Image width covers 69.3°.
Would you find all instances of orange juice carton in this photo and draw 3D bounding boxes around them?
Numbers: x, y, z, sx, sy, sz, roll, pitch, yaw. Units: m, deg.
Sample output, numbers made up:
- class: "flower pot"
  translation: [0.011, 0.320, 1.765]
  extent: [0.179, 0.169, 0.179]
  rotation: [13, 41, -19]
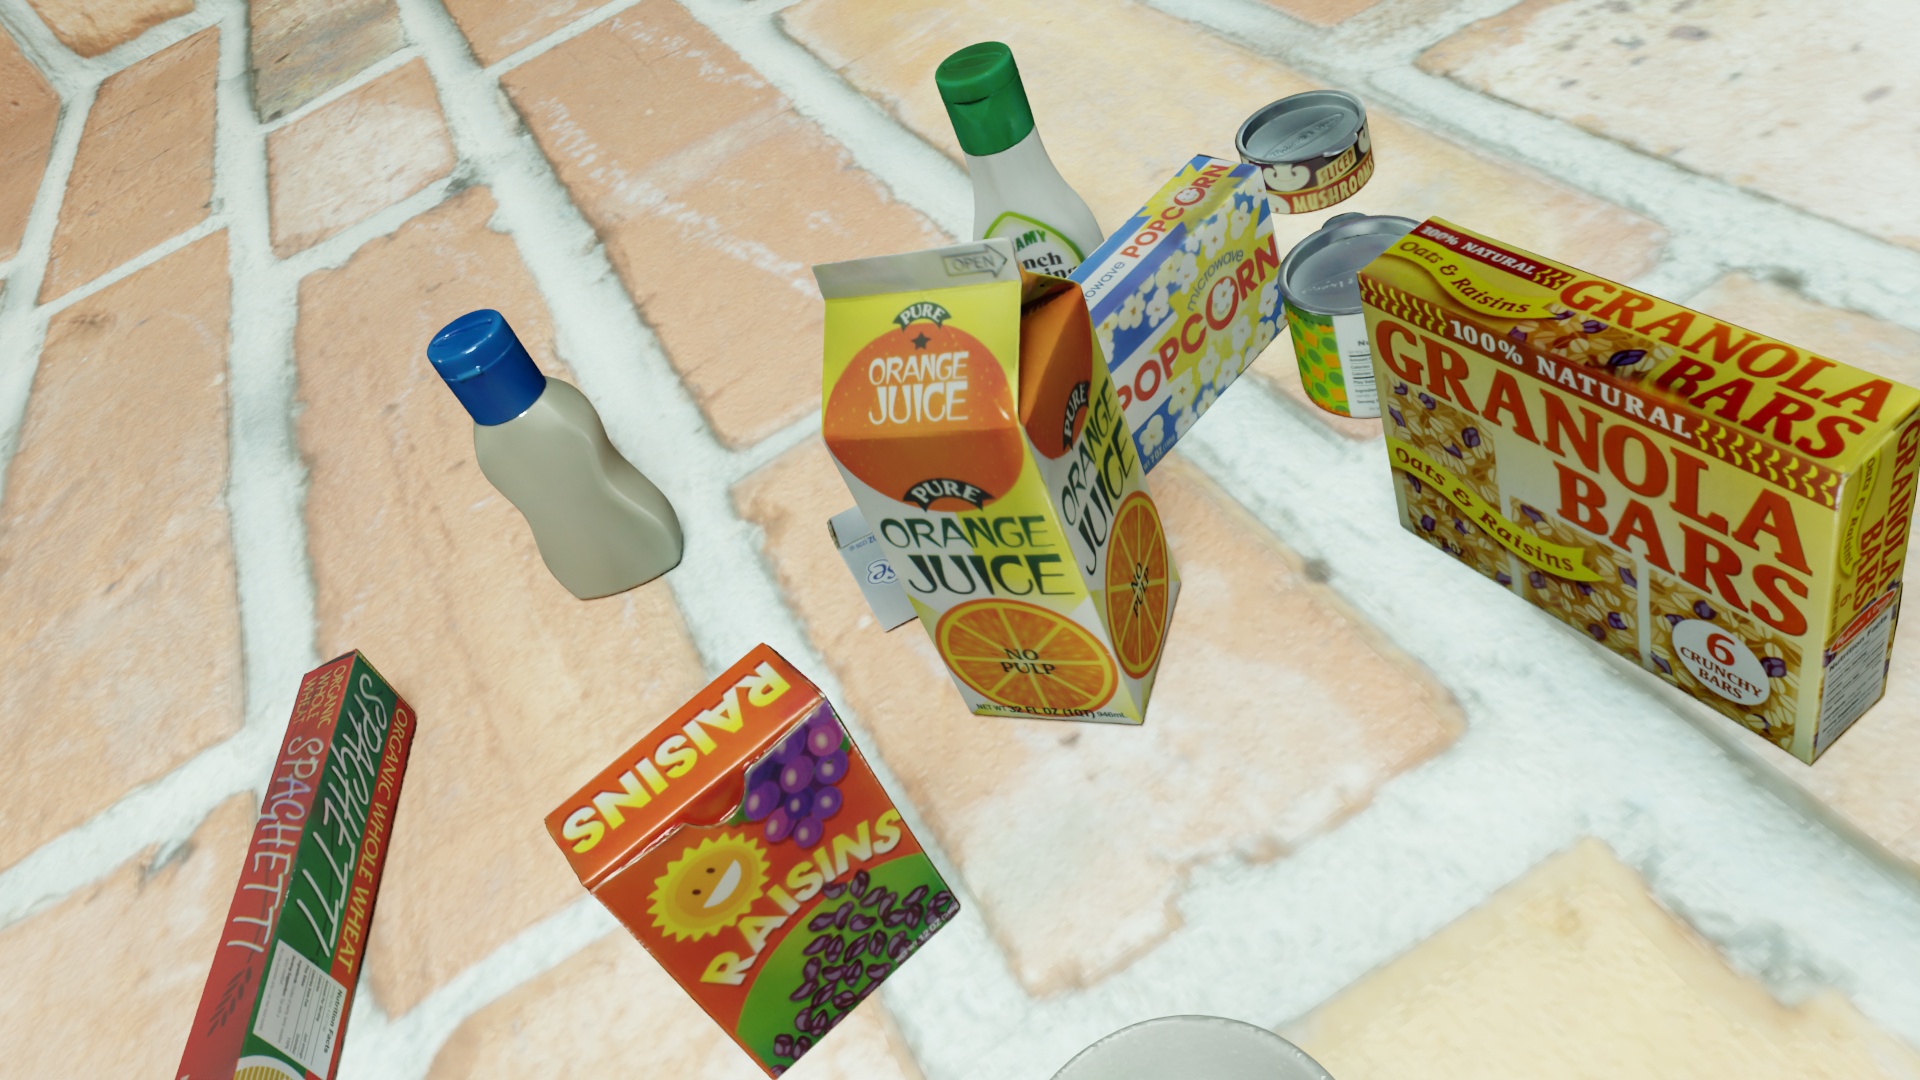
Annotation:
- class: "orange juice carton"
  translation: [0.015, -0.022, 0.484]
  extent: [0.072, 0.191, 0.073]
  rotation: [-1, 46, 27]

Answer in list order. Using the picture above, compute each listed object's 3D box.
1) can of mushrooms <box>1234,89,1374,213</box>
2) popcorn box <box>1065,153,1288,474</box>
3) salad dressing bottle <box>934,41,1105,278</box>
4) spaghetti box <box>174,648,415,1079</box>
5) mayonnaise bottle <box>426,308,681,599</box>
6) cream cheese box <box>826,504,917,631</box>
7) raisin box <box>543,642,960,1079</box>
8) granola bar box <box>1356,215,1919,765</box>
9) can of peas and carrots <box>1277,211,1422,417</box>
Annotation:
- class: "can of mushrooms"
  translation: [0.178, -0.199, 0.714]
  extent: [0.071, 0.033, 0.071]
  rotation: [-14, 41, 13]
- class: "popcorn box"
  translation: [0.090, -0.097, 0.610]
  extent: [0.038, 0.085, 0.127]
  rotation: [23, 59, 42]
- class: "salad dressing bottle"
  translation: [0.029, -0.162, 0.661]
  extent: [0.064, 0.147, 0.044]
  rotation: [-4, 45, 23]
- class: "spaghetti box"
  translation: [-0.260, 0.149, 0.549]
  extent: [0.028, 0.050, 0.251]
  rotation: [-20, 40, 7]
- class: "mayonnaise bottle"
  translation: [-0.186, -0.038, 0.636]
  extent: [0.065, 0.147, 0.041]
  rotation: [-20, 40, 7]
- class: "cream cheese box"
  translation: [0.002, -0.007, 0.582]
  extent: [0.104, 0.053, 0.024]
  rotation: [-27, 40, -1]
- class: "raisin box"
  translation: [-0.061, 0.104, 0.440]
  extent: [0.086, 0.123, 0.040]
  rotation: [-39, 42, -15]
- class: "granola bar box"
  translation: [0.206, -0.021, 0.439]
  extent: [0.039, 0.123, 0.166]
  rotation: [-36, 41, -12]
- class: "can of peas and carrots"
  translation: [0.172, -0.096, 0.587]
  extent: [0.071, 0.058, 0.071]
  rotation: [-14, 41, 13]
